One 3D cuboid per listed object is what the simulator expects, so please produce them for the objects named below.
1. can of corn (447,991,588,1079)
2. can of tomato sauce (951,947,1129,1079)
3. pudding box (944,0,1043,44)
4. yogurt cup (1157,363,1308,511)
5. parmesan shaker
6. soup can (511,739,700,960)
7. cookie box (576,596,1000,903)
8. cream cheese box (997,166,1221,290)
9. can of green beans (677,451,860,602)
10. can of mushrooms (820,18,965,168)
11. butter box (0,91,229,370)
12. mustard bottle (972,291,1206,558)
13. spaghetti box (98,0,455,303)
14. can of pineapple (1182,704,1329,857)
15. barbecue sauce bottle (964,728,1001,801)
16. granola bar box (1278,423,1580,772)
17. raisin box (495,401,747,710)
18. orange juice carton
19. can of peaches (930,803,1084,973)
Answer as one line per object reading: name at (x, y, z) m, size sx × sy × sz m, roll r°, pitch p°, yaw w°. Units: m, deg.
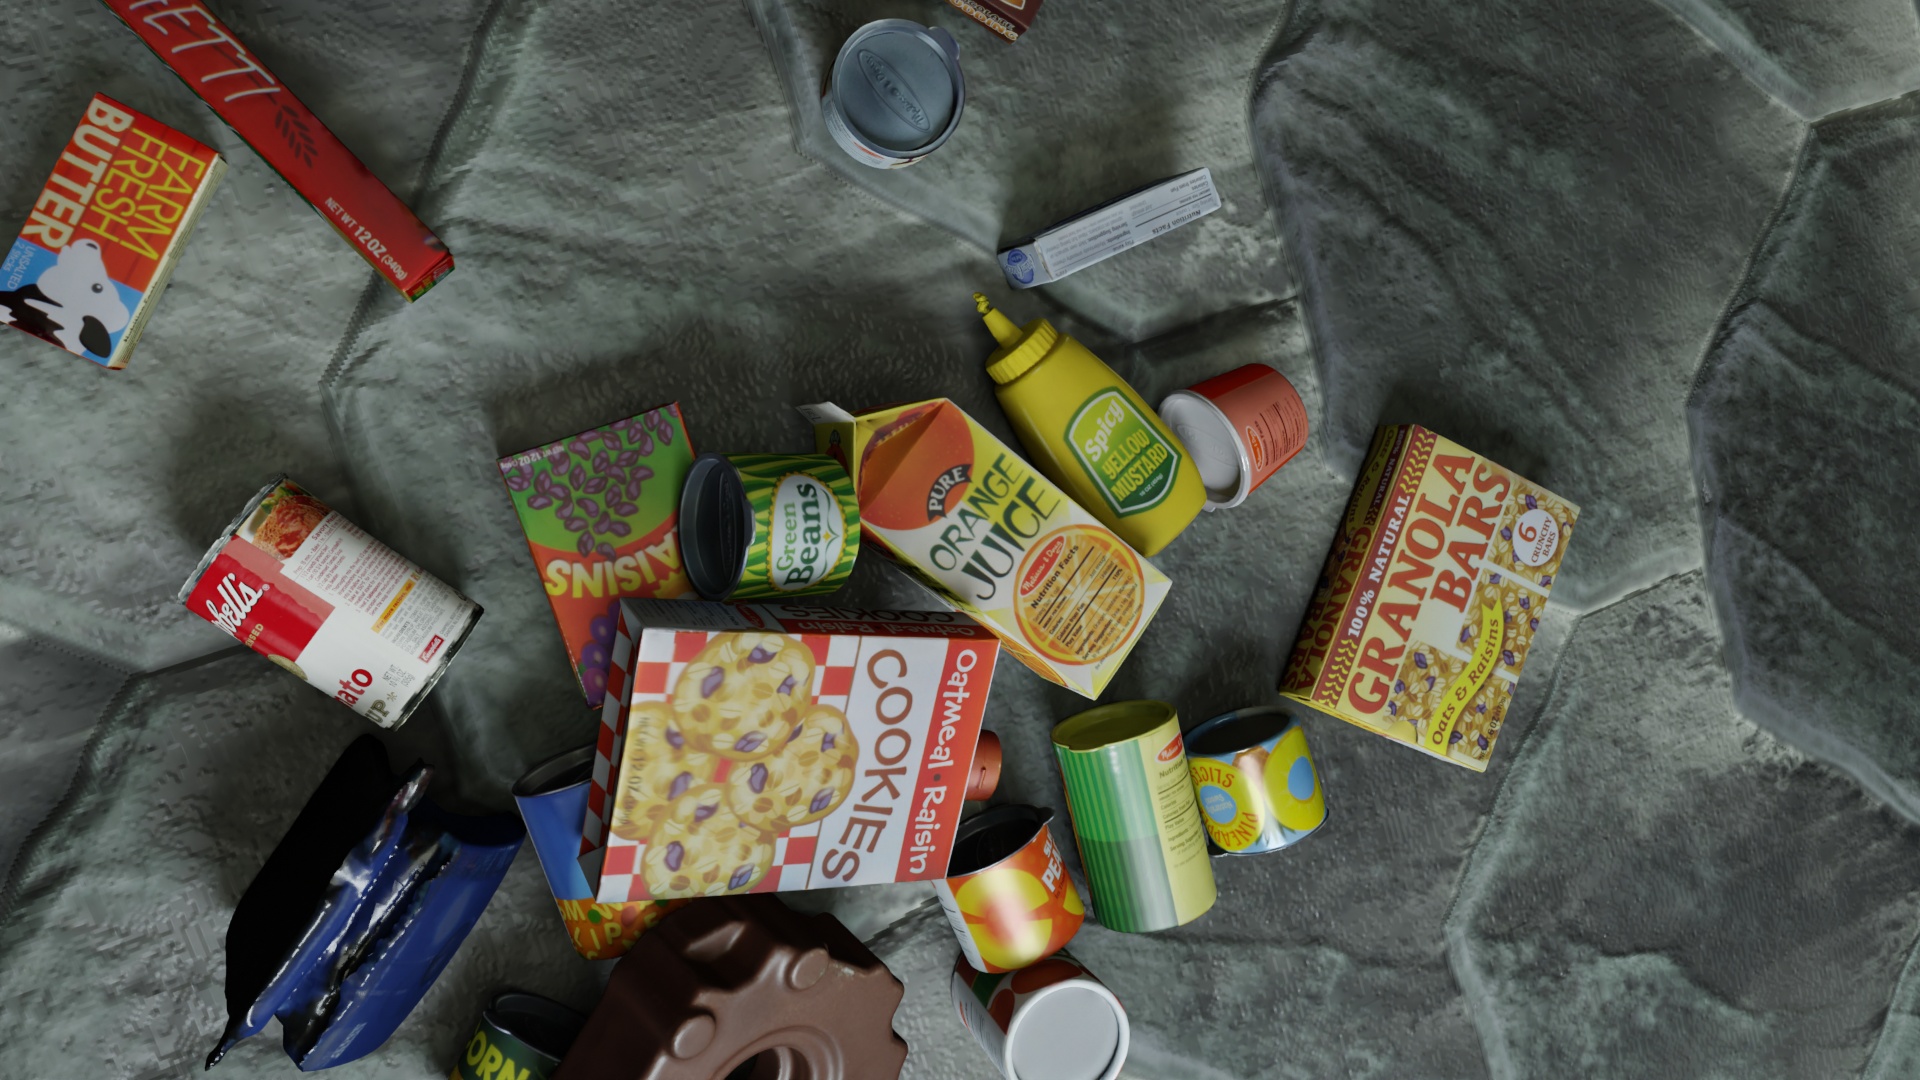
can of corn at (-0.200, 0.248, 0.632) m, size 0.071 × 0.071 × 0.058 m, roll 30°, pitch 85°, yaw -17°
can of tomato sauce at (0.041, 0.237, 0.701) m, size 0.071 × 0.083 × 0.071 m, roll -1°, pitch 94°, yaw -18°
pudding box at (0.028, -0.300, 0.695) m, size 0.049 × 0.030 × 0.084 m, roll 28°, pitch 84°, yaw -16°
yogurt cup at (0.145, -0.058, 0.730) m, size 0.054 × 0.072 × 0.072 m, roll -30°, pitch 102°, yaw -22°
parmesan shaker at (0.088, 0.143, 0.719) m, size 0.071 × 0.071 × 0.103 m, roll -16°, pitch 99°, yaw -16°
soup can at (-0.157, 0.139, 0.639) m, size 0.071 × 0.071 × 0.083 m, roll -21°, pitch 100°, yaw -16°
cookie box at (-0.073, 0.091, 0.611) m, size 0.168 × 0.040 × 0.122 m, roll 4°, pitch 106°, yaw -31°
cream cheese box at (0.075, -0.159, 0.706) m, size 0.104 × 0.053 × 0.024 m, roll -26°, pitch 103°, yaw -15°
can of green beans at (-0.086, -0.007, 0.620) m, size 0.058 × 0.071 × 0.071 m, roll -2°, pitch 94°, yaw -37°
can of mushrooms at (-0.032, -0.219, 0.679) m, size 0.071 × 0.033 × 0.071 m, roll -1°, pitch 93°, yaw -17°
butter box at (-0.357, -0.129, 0.583) m, size 0.053 × 0.024 × 0.103 m, roll 26°, pitch 85°, yaw -18°
mustard bottle at (0.057, -0.063, 0.708) m, size 0.065 × 0.049 × 0.160 m, roll -46°, pitch 105°, yaw -13°
spaghetti box at (-0.314, -0.201, 0.579) m, size 0.029 × 0.050 × 0.249 m, roll -46°, pitch 105°, yaw -11°
can of pineapple at (0.155, 0.128, 0.741) m, size 0.071 × 0.071 × 0.057 m, roll -22°, pitch 99°, yaw -16°
barbecue sauce bottle at (-0.054, 0.102, 0.684) m, size 0.149 × 0.044 × 0.064 m, roll 11°, pitch 101°, yaw -19°
granola bar box at (0.267, 0.033, 0.787) m, size 0.124 × 0.039 × 0.165 m, roll 23°, pitch 86°, yaw -18°
raisin box at (-0.153, 0.006, 0.649) m, size 0.086 × 0.040 × 0.123 m, roll -20°, pitch 100°, yaw -17°
orange juice carton at (0.002, -0.009, 0.681) m, size 0.192 × 0.072 × 0.073 m, roll 38°, pitch 82°, yaw -17°
can of peaches at (0.025, 0.174, 0.701) m, size 0.071 × 0.071 × 0.058 m, roll -26°, pitch 101°, yaw -15°
